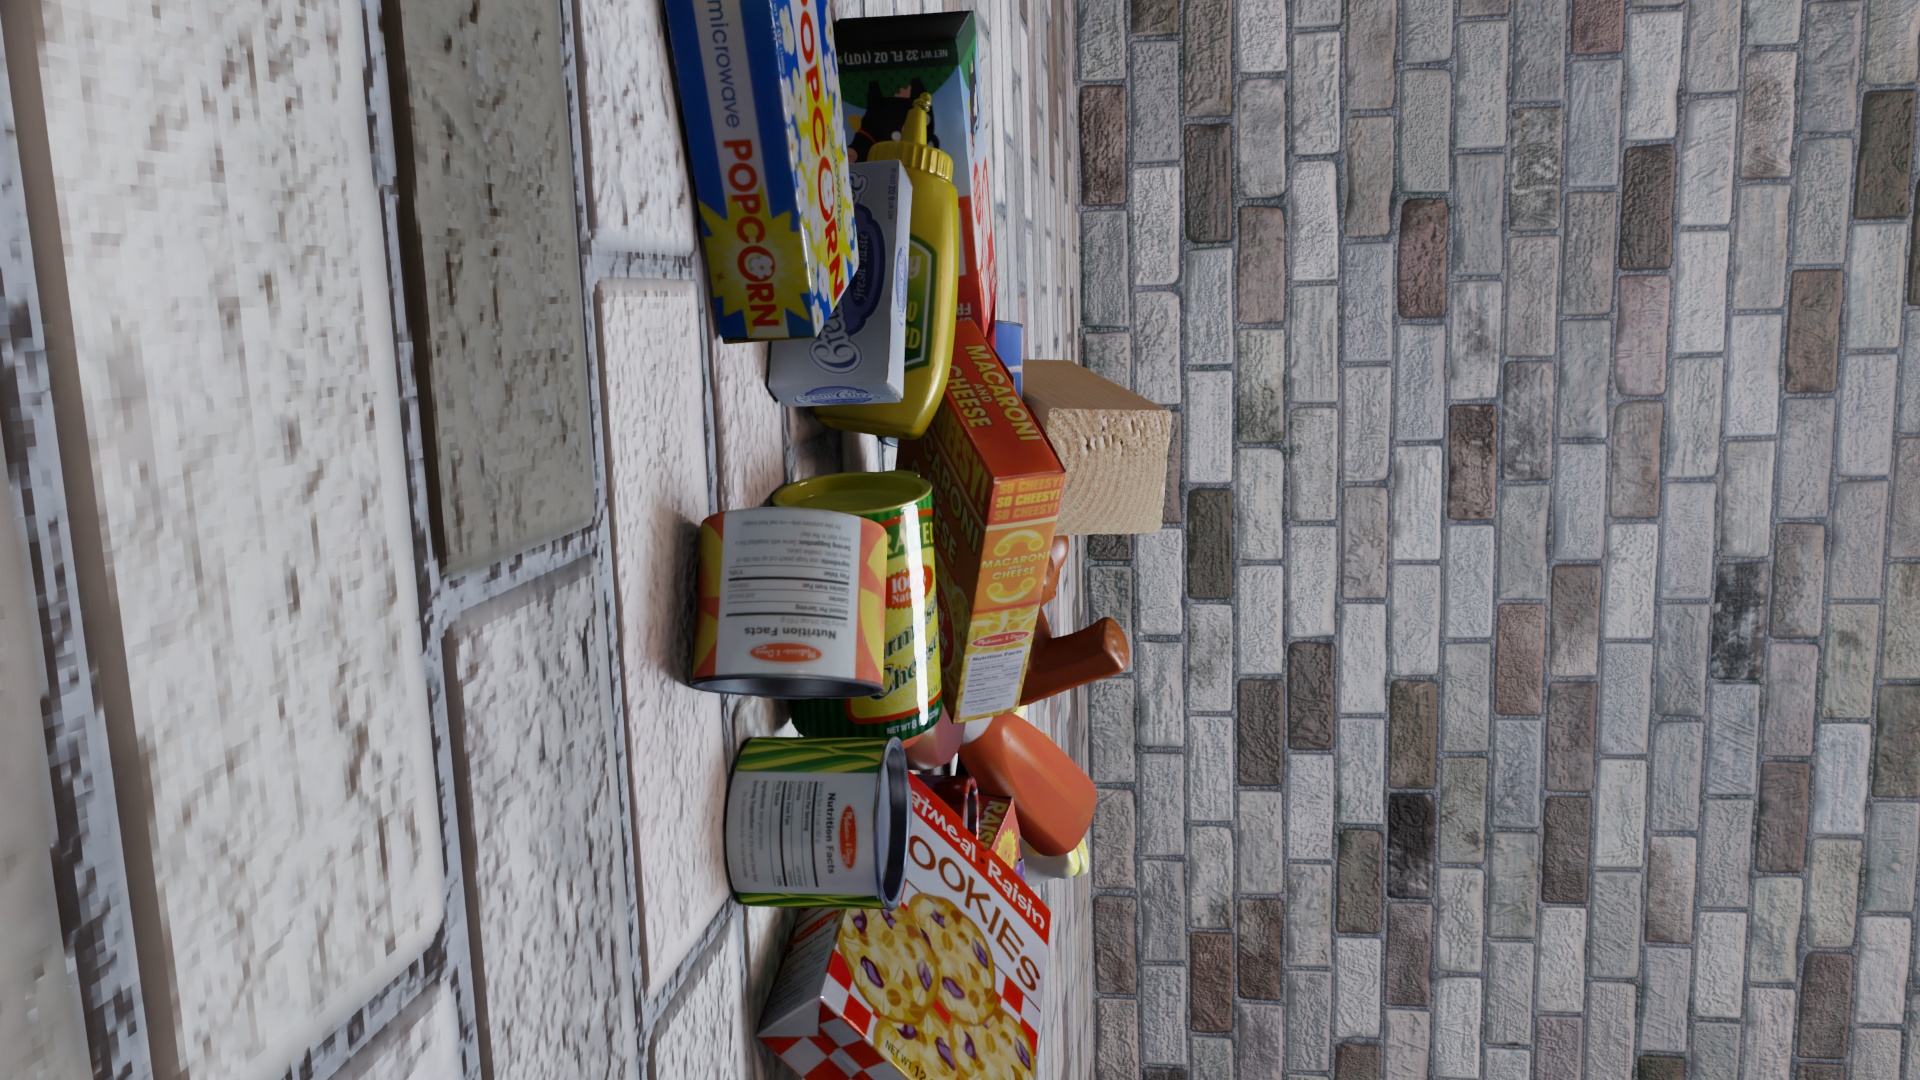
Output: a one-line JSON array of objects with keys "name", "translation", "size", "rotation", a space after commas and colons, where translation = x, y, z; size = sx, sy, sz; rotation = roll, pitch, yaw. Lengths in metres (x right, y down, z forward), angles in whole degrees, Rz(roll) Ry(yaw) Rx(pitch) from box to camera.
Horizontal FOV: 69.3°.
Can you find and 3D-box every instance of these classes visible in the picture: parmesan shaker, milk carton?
[{"name": "parmesan shaker", "translation": [-0.040, 0.027, 0.591], "size": [0.071, 0.071, 0.102], "rotation": [-65, 153, -72]}, {"name": "milk carton", "translation": [-0.023, -0.166, 0.715], "size": [0.074, 0.072, 0.189], "rotation": [-78, 165, -58]}]

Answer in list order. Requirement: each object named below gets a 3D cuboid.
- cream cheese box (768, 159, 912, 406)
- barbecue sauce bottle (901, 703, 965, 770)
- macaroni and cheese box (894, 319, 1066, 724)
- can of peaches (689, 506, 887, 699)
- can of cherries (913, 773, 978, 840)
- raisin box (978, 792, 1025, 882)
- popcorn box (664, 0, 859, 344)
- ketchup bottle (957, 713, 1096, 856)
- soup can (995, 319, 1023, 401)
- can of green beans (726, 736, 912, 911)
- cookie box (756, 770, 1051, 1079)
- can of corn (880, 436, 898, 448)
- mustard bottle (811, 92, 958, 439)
[{"name": "cream cheese box", "translation": [-0.050, -0.109, 0.589], "size": [0.024, 0.053, 0.104], "rotation": [53, 37, -70]}, {"name": "barbecue sauce bottle", "translation": [-0.029, 0.095, 0.759], "size": [0.148, 0.044, 0.065], "rotation": [33, 55, -79]}, {"name": "macaroni and cheese box", "translation": [0.003, -0.009, 0.707], "size": [0.124, 0.040, 0.165], "rotation": [-117, -154, -42]}, {"name": "can of peaches", "translation": [-0.059, 0.023, 0.484], "size": [0.071, 0.071, 0.058], "rotation": [56, 34, -75]}, {"name": "can of cherries", "translation": [-0.022, 0.156, 0.747], "size": [0.071, 0.058, 0.071], "rotation": [-3, 92, -81]}, {"name": "raisin box", "translation": [0.002, 0.232, 0.876], "size": [0.124, 0.040, 0.085], "rotation": [-58, 147, -50]}, {"name": "popcorn box", "translation": [-0.069, -0.147, 0.512], "size": [0.085, 0.038, 0.126], "rotation": [-76, 164, -60]}, {"name": "ketchup bottle", "translation": [0.031, 0.144, 0.927], "size": [0.148, 0.043, 0.065], "rotation": [48, 45, -24]}, {"name": "soup can", "translation": [0.008, -0.106, 0.953], "size": [0.071, 0.071, 0.083], "rotation": [-1, 91, -82]}, {"name": "can of green beans", "translation": [-0.053, 0.109, 0.538], "size": [0.071, 0.058, 0.071], "rotation": [-3, 92, -82]}, {"name": "cookie box", "translation": [-0.016, 0.192, 0.628], "size": [0.123, 0.040, 0.168], "rotation": [47, 23, -14]}, {"name": "can of corn", "translation": [-0.013, -0.085, 0.802], "size": [0.071, 0.071, 0.058], "rotation": [46, 44, -78]}, {"name": "mustard bottle", "translation": [-0.031, -0.129, 0.634], "size": [0.049, 0.065, 0.160], "rotation": [118, -20, -88]}]
